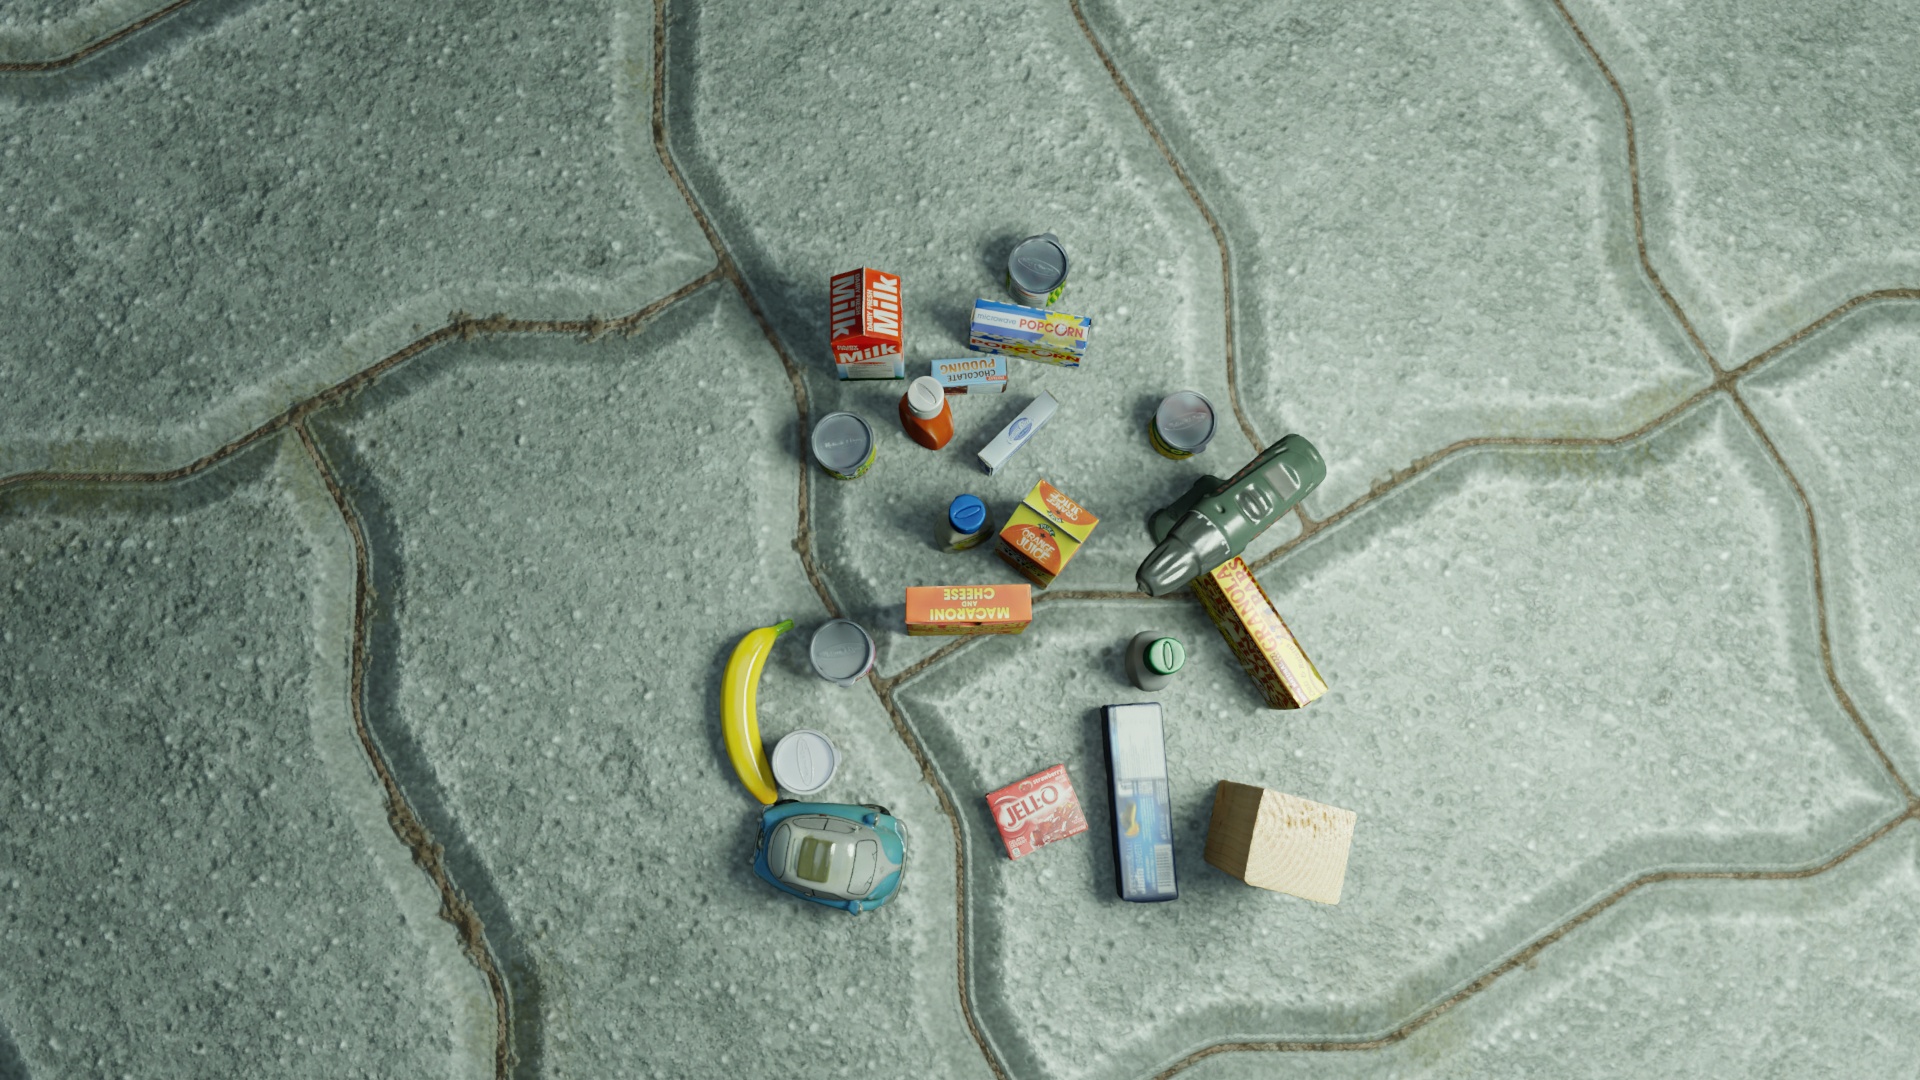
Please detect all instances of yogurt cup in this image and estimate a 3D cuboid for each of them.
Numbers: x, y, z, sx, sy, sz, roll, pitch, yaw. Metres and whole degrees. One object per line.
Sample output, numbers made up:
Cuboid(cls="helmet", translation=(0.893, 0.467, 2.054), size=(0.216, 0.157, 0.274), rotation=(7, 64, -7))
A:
Cuboid(cls="yogurt cup", translation=(-0.160, 0.230, 1.445), size=(0.072, 0.054, 0.072), rotation=(0, 82, -1))

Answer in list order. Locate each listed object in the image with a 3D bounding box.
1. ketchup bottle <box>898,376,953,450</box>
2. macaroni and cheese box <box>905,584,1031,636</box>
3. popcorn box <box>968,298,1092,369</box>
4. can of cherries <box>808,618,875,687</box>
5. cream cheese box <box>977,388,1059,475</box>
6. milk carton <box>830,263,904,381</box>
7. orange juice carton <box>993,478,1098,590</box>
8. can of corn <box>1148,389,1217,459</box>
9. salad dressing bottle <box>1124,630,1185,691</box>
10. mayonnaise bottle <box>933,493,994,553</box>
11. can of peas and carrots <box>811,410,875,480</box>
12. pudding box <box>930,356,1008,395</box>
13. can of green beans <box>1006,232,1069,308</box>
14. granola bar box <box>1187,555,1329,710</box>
Cuboid(cls="ketchup bottle", translation=(-0.036, -0.136, 1.452), size=(0.065, 0.148, 0.043), rotation=(44, 84, 5))
Cuboid(cls="macaroni and cheese box", translation=(0.007, 0.073, 1.414), size=(0.124, 0.166, 0.040), rotation=(-1, 82, -1))
Cuboid(cls="popcorn box", translation=(0.073, -0.223, 1.499), size=(0.127, 0.085, 0.038), rotation=(10, 82, 0))
Cuboid(cls="can of cherries", translation=(-0.124, 0.119, 1.459), size=(0.071, 0.058, 0.071), rotation=(0, 82, -1))
Cuboid(cls="cream cheese box", translation=(0.062, -0.115, 1.500), size=(0.104, 0.053, 0.024), rotation=(-44, 85, -6))
Cuboid(cls="milk carton", translation=(-0.096, -0.224, 1.443), size=(0.073, 0.190, 0.072), rotation=(-1, 82, -1))
Cuboid(cls="orange juice carton", translation=(0.086, -0.006, 1.414), size=(0.072, 0.192, 0.073), rotation=(37, 83, 4))
Cuboid(cls="can of corn", translation=(0.241, -0.122, 1.502), size=(0.071, 0.058, 0.071), rotation=(0, 82, -1))
Cuboid(cls="salad dressing bottle", translation=(0.199, 0.122, 1.421), size=(0.044, 0.147, 0.064), rotation=(-4, 82, -2))
Cuboid(cls="mayonnaise bottle", translation=(0.005, -0.018, 1.437), size=(0.065, 0.148, 0.041), rotation=(-21, 83, -4))
Cuboid(cls="can of peas and carrots", translation=(-0.124, -0.099, 1.491), size=(0.071, 0.058, 0.071), rotation=(0, 82, -1))
Cuboid(cls="pudding box", translation=(0.008, -0.178, 1.509), size=(0.084, 0.049, 0.030), rotation=(-3, 82, -2))
Cuboid(cls="can of green beans", translation=(0.084, -0.293, 1.524), size=(0.071, 0.057, 0.071), rotation=(0, 82, -1))
Cuboid(cls="granola bar box", translation=(0.305, 0.097, 1.438), size=(0.039, 0.124, 0.165), rotation=(-32, 84, -5))
